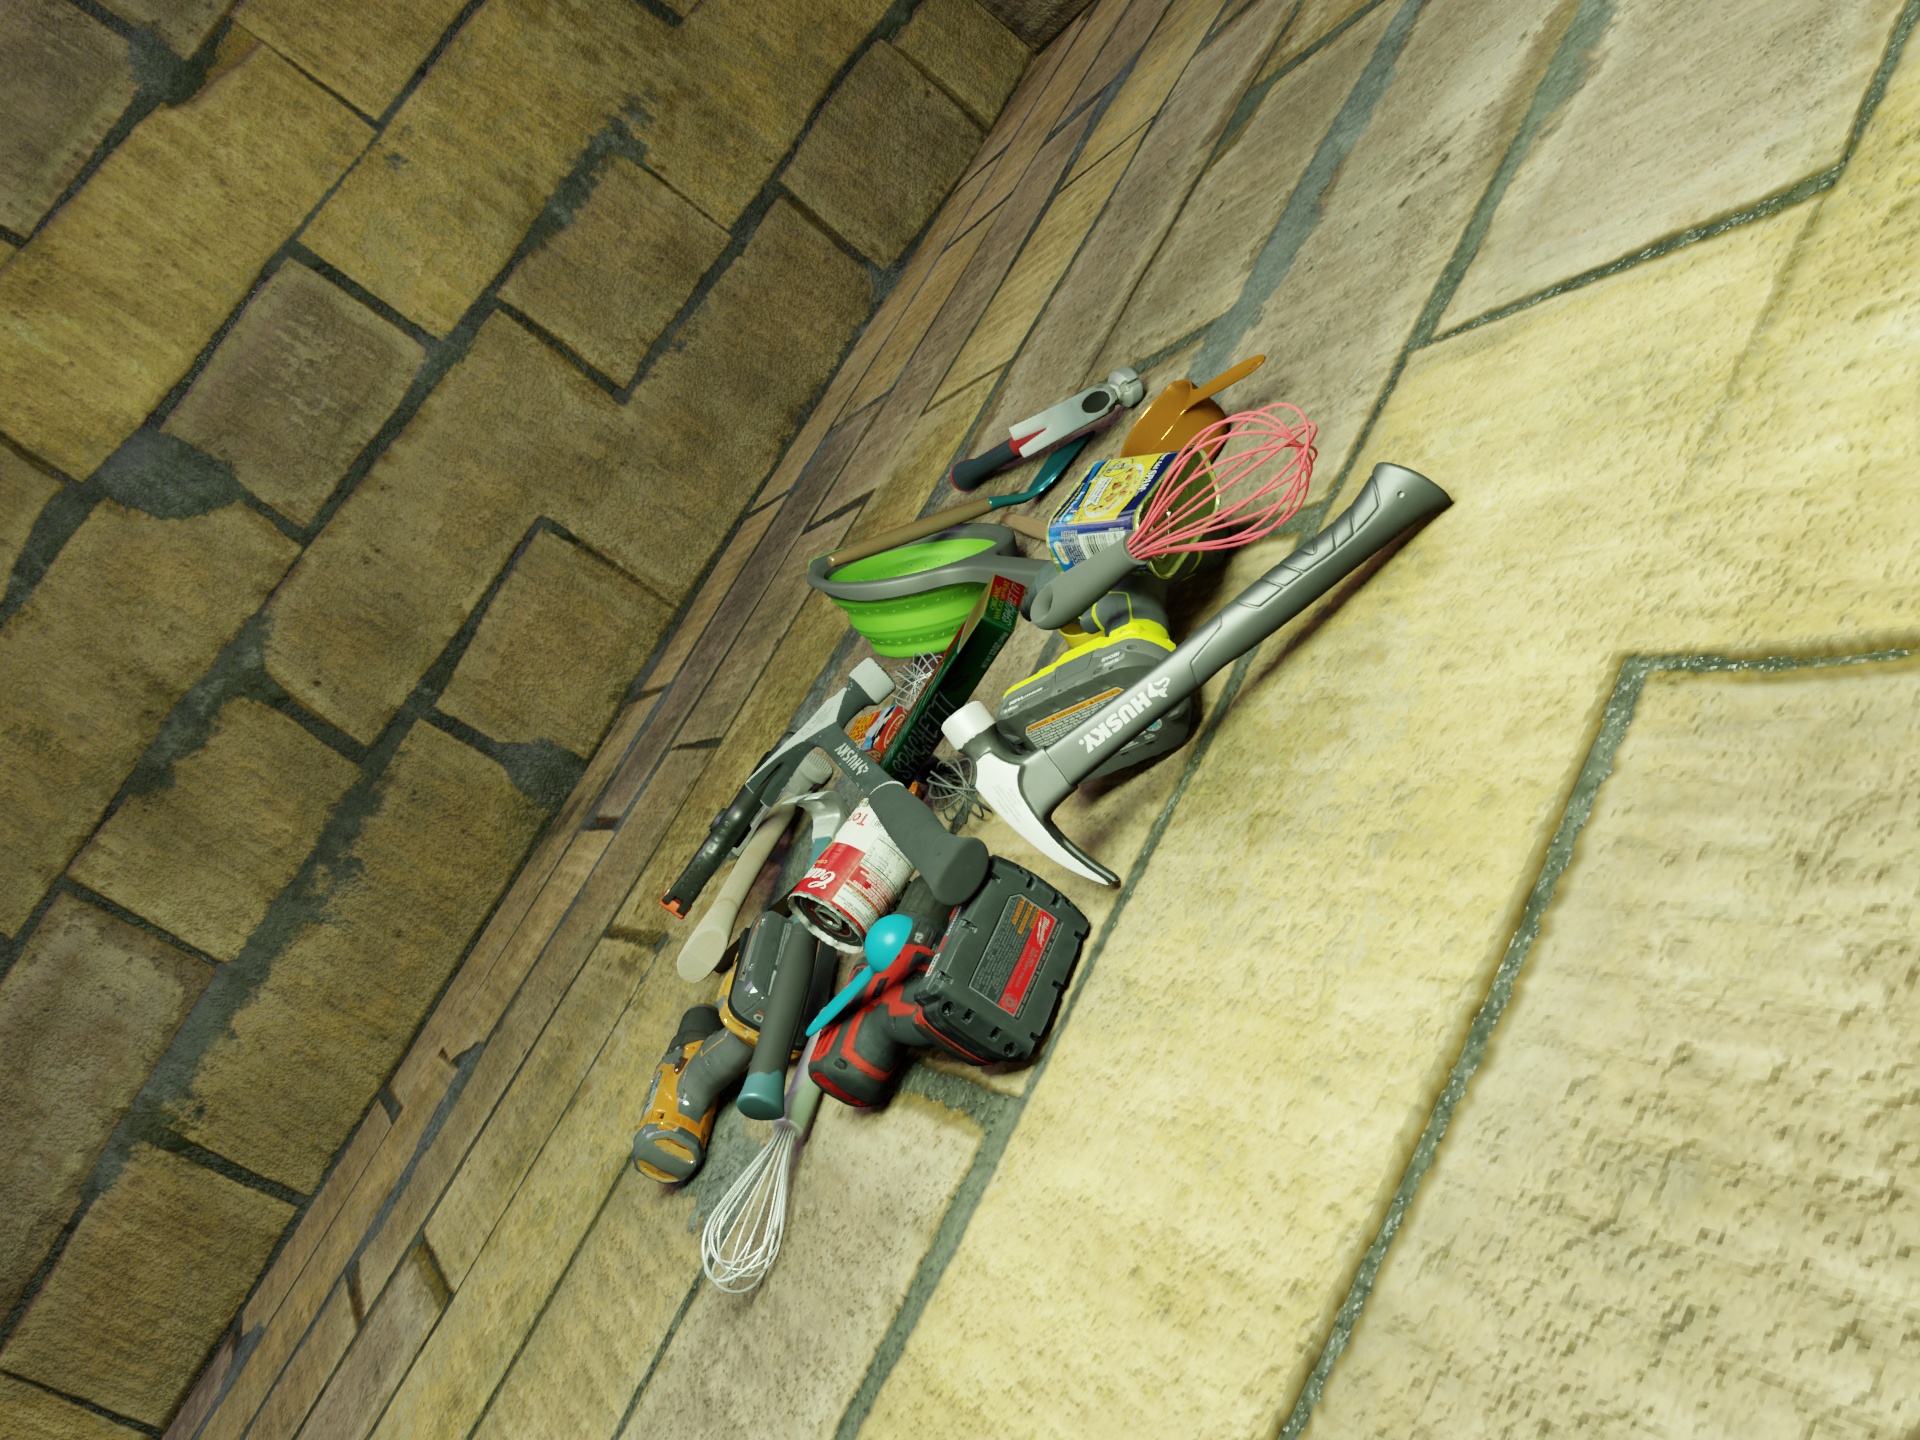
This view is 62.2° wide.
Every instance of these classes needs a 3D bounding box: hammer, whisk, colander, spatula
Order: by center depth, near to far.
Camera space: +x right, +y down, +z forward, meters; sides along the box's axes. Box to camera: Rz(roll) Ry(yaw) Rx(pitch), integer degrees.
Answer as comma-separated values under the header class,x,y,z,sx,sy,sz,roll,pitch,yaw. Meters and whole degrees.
class,x,y,z,sx,sy,sz,roll,pitch,yaw
hammer,0.155,-0.038,0.977,0.334,0.146,0.035,-39,-10,14
whisk,0.120,-0.114,0.984,0.296,0.073,0.073,-32,29,58
hammer,-0.063,0.052,1.150,0.149,0.036,0.409,-43,22,-3
whisk,-0.131,0.307,1.171,0.058,0.059,0.246,-27,27,36
hammer,-0.124,0.179,1.253,0.033,0.128,0.331,-11,35,15
whisk,-0.015,0.047,1.338,0.055,0.055,0.239,-56,13,-2
whisk,-0.001,-0.005,1.382,0.070,0.070,0.285,-55,23,3
colander,0.009,-0.108,1.473,0.204,0.094,0.397,-24,21,-31
spatula,0.088,-0.179,1.510,0.060,0.018,0.316,-61,19,4
hammer,-0.211,0.153,1.531,0.146,0.038,0.411,-51,6,17
spatula,0.001,-0.216,1.579,0.317,0.044,0.082,-24,4,-27
hammer,0.052,-0.287,1.689,0.143,0.038,0.386,-30,7,-18

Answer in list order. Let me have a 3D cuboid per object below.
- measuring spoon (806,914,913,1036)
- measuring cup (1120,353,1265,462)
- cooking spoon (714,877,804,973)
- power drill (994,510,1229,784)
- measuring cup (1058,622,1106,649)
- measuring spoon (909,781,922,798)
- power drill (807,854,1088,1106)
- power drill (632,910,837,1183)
class,x,y,z,sx,sy,sz,roll,pitch,yaw
measuring spoon,-0.076,0.173,1.076,0.128,0.021,0.042,-48,13,30
measuring cup,0.201,-0.242,1.282,0.173,0.052,0.095,-24,36,55
cooking spoon,-0.152,0.163,1.514,0.319,0.017,0.069,-43,30,36
power drill,0.102,-0.062,1.138,0.171,0.080,0.223,-24,31,30
measuring cup,0.132,-0.110,1.270,0.062,0.029,0.156,2,45,44
measuring spoon,-0.065,0.086,1.453,0.117,0.011,0.021,-40,33,48
power drill,-0.009,0.161,1.077,0.226,0.080,0.188,-34,24,56
power drill,-0.196,0.265,1.365,0.226,0.084,0.185,-51,16,27
